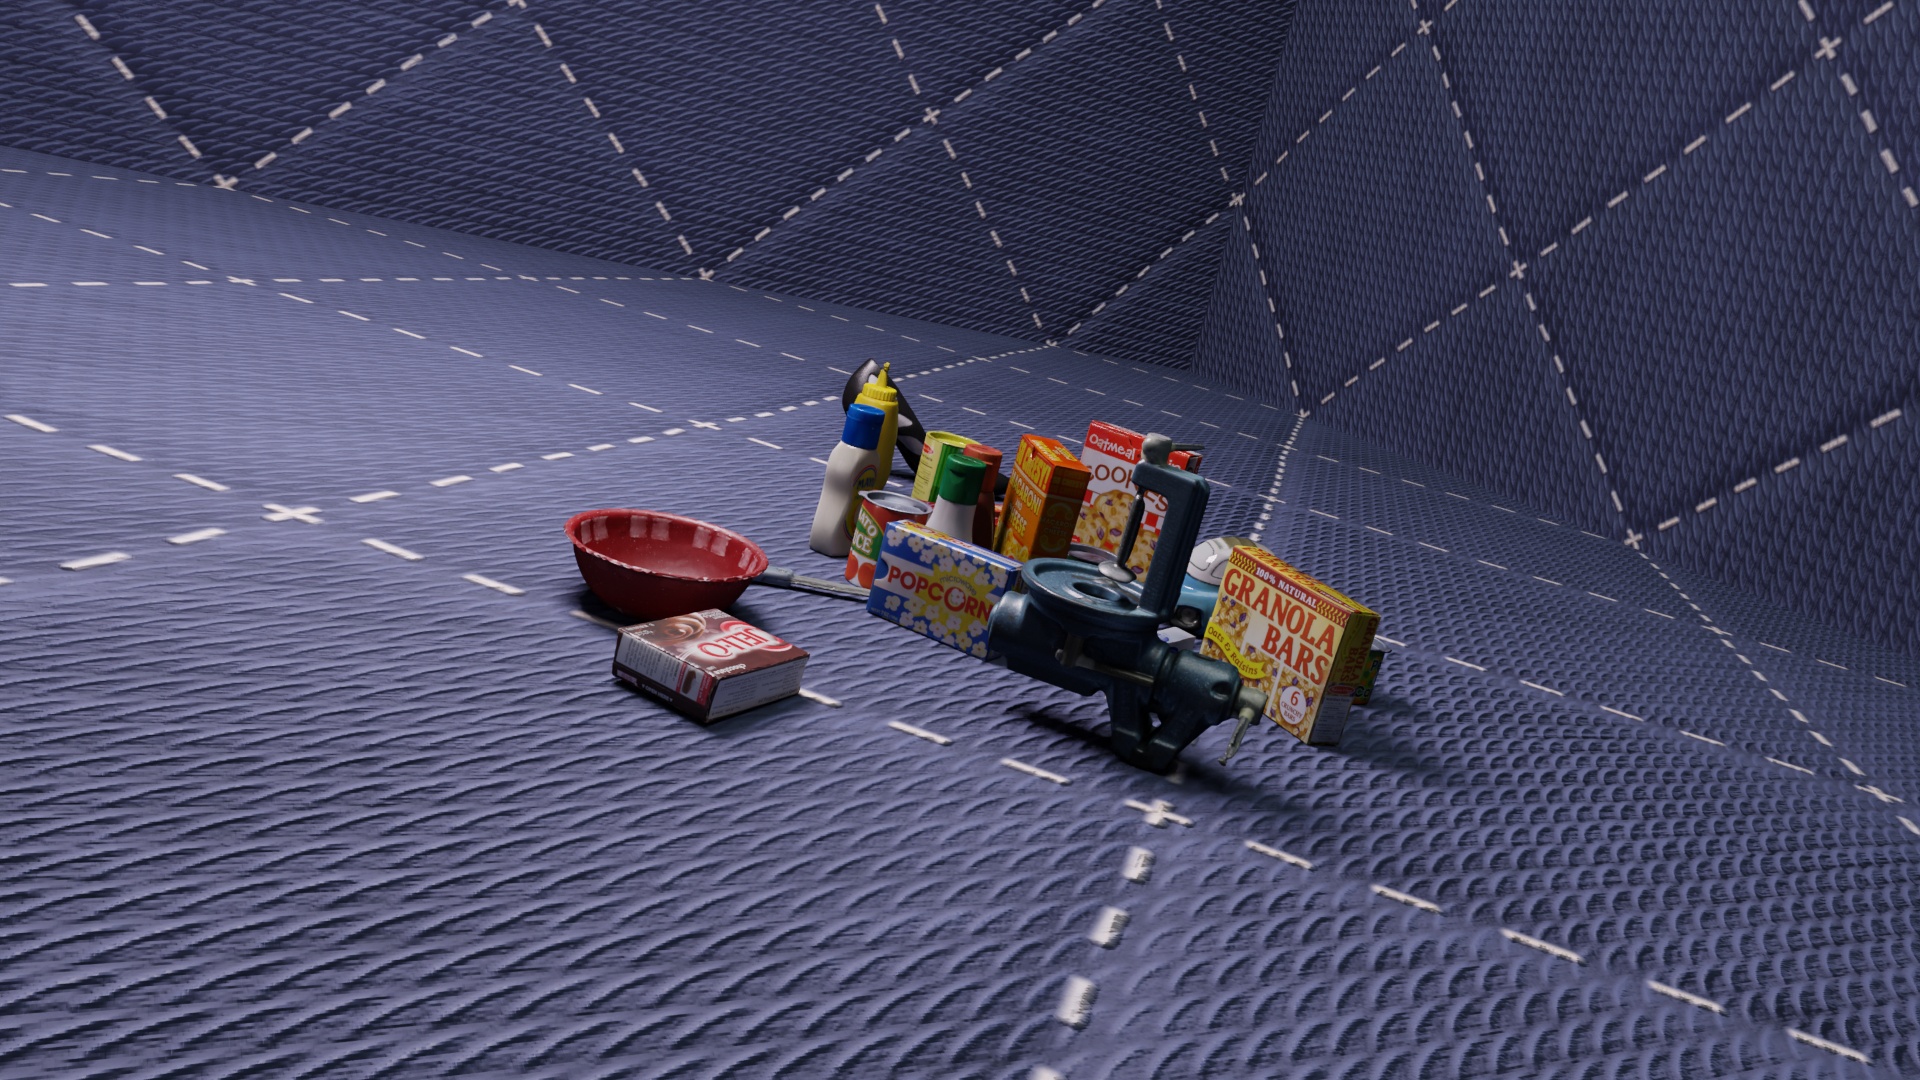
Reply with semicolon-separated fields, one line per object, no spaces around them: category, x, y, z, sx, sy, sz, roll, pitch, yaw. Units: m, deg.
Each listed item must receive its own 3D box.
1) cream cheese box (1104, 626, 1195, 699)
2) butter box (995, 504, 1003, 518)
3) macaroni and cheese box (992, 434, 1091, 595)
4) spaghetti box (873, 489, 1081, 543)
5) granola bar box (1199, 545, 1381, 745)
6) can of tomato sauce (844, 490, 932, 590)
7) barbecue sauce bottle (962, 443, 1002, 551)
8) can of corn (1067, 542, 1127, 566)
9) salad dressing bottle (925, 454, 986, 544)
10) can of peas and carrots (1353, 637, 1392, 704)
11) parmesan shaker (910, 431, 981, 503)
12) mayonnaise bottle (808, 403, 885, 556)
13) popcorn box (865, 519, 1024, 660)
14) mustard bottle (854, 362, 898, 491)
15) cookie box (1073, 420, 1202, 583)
cream cheese box;0.163;0.108;1.195;0.024;0.053;0.104;24;17;32
butter box;0.048;-0.012;1.533;0.104;0.053;0.024;3;18;-39
macaroni and cheese box;0.066;-0.005;1.298;0.040;0.166;0.124;11;15;-15
spaghetti box;0.002;-0.006;1.471;0.250;0.050;0.029;13;14;-8
granola bar box;0.288;0.090;1.241;0.039;0.124;0.166;7;16;-30
can of tomato sauce;-0.070;0.002;1.307;0.071;0.083;0.071;14;14;-3
barbecue sauce bottle;0.005;-0.017;1.318;0.065;0.148;0.044;11;14;-16
can of corn;0.128;0.041;1.403;0.071;0.058;0.071;14;14;-3
salad dressing bottle;-0.012;-0.003;1.255;0.064;0.147;0.044;20;15;20
can of peas and carrots;0.374;0.120;1.344;0.071;0.058;0.071;14;14;-3
parmesan shaker;-0.019;-0.066;1.571;0.071;0.102;0.071;14;14;-3
mayonnaise bottle;-0.108;-0.060;1.371;0.041;0.147;0.065;21;15;25
popcorn box;-0.012;0.042;1.210;0.127;0.085;0.038;21;15;23
mustard bottle;-0.103;-0.131;1.621;0.049;0.159;0.065;25;17;35
cookie box;0.180;-0.033;1.514;0.123;0.167;0.040;22;16;28
